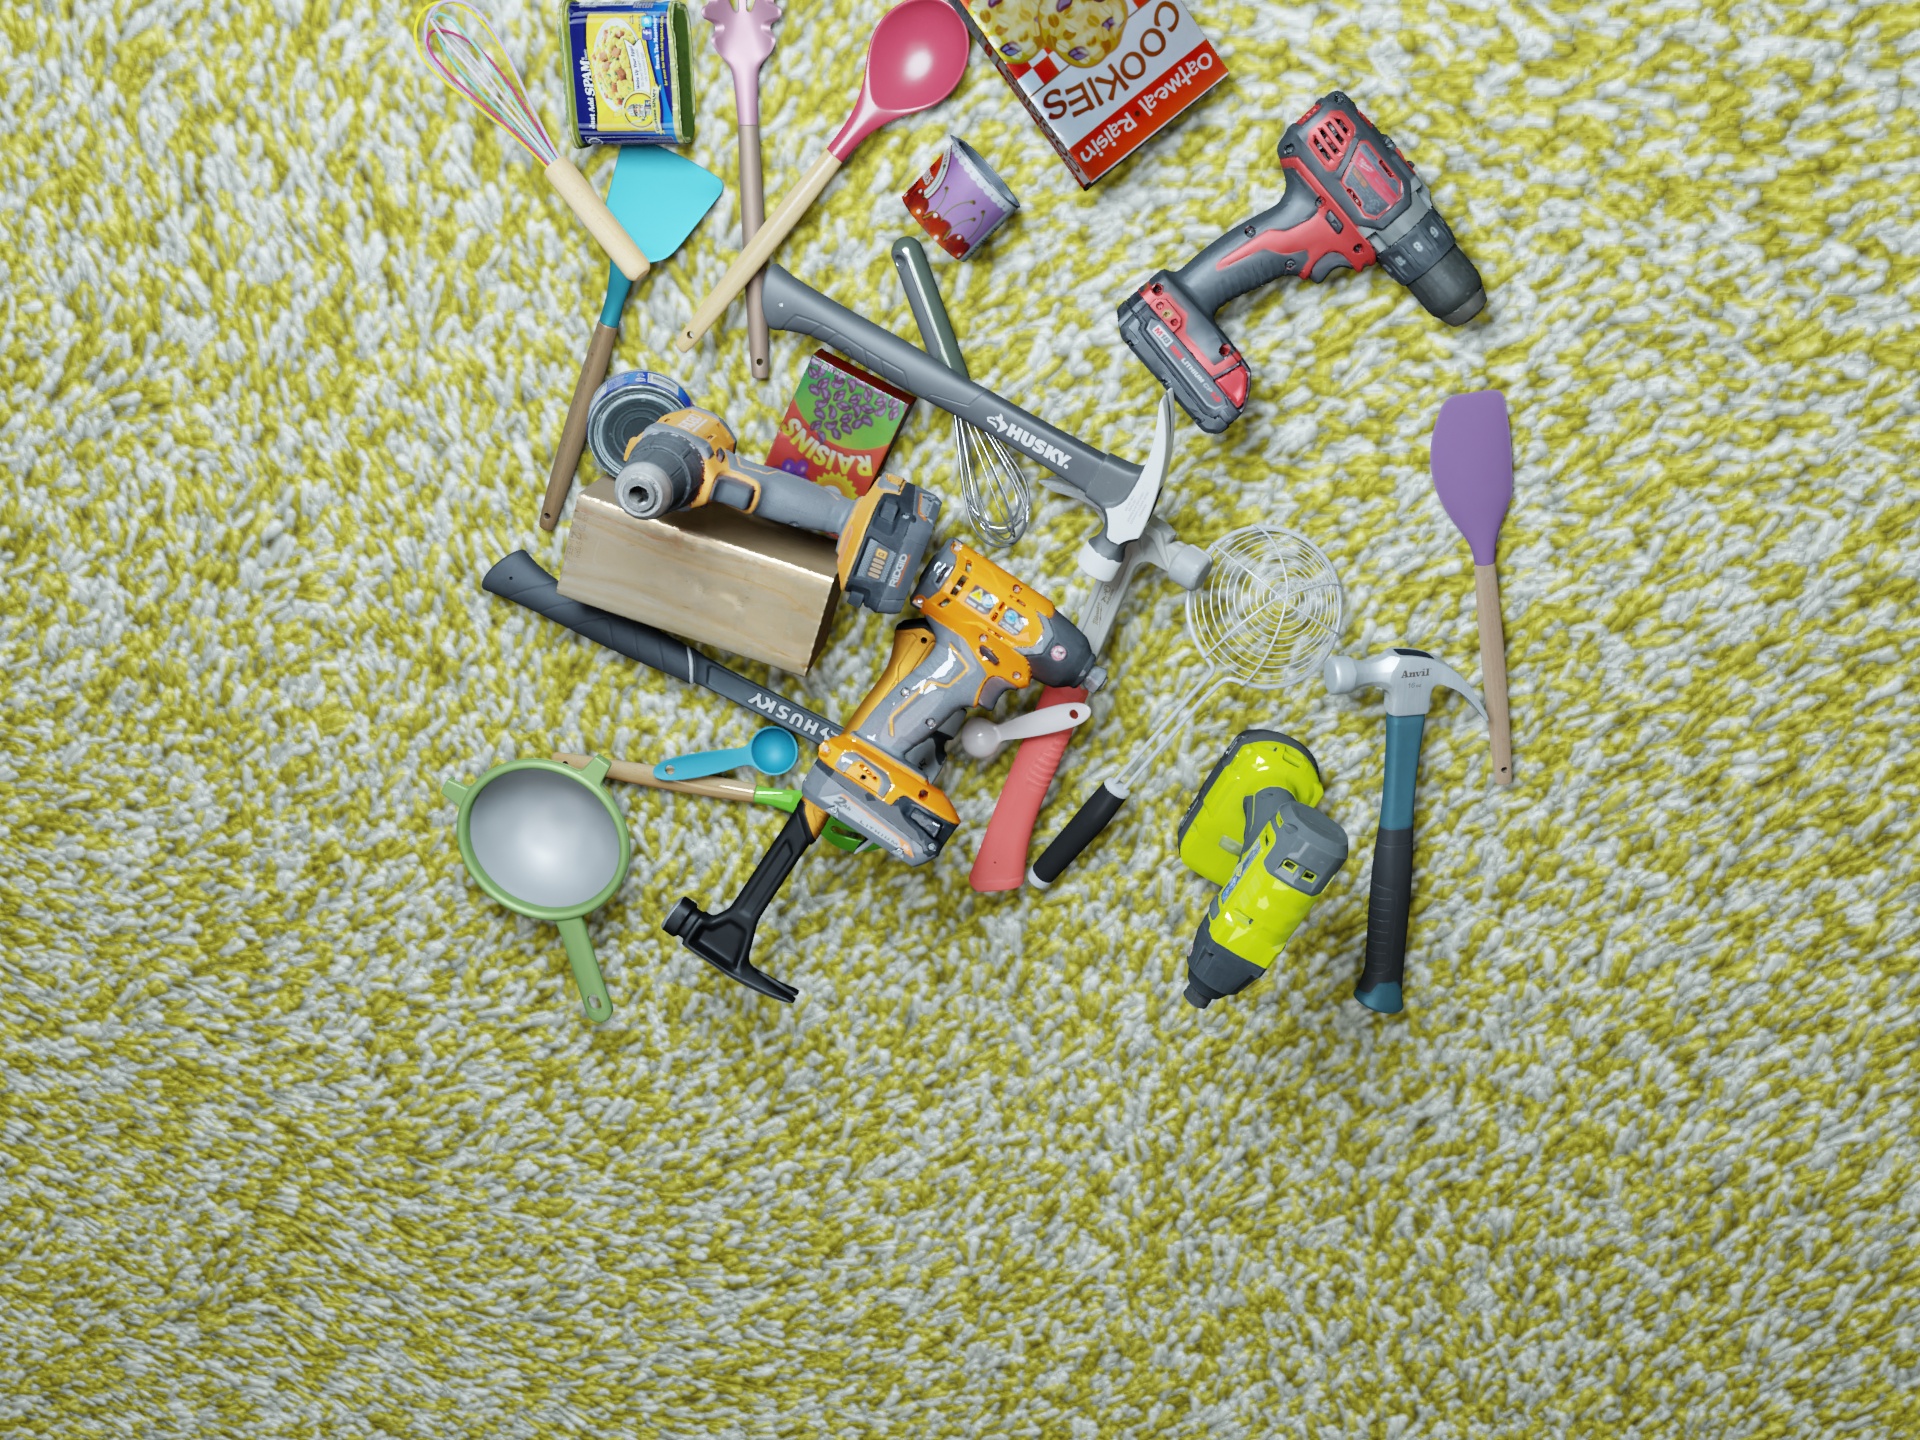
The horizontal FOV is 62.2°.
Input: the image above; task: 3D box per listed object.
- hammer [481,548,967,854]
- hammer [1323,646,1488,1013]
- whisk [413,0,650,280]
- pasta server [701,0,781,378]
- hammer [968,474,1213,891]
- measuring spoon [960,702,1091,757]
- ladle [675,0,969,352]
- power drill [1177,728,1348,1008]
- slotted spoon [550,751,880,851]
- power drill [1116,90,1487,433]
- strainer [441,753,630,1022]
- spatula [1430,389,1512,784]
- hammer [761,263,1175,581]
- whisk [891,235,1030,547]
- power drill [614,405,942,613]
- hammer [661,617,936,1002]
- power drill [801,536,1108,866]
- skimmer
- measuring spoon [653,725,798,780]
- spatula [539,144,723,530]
[{"bbox_3d":[-0.207,-0.032,1.319,0.409,0.036,0.149,26,97,0],"label":"hammer"},{"bbox_3d":[0.352,0.096,1.295,0.128,0.033,0.330,-6,115,-7],"label":"hammer"},{"bbox_3d":[-0.315,-0.424,1.172,0.245,0.047,0.051,52,144,-5],"label":"whisk"},{"bbox_3d":[-0.156,-0.411,1.175,0.060,0.040,0.316,-2,112,-5],"label":"pasta server"},{"bbox_3d":[0.072,-0.013,1.287,0.149,0.036,0.359,33,120,21],"label":"hammer"},{"bbox_3d":[0.049,0.006,1.273,0.124,0.018,0.034,-15,95,34],"label":"measuring spoon"},{"bbox_3d":[-0.108,-0.392,1.165,0.069,0.031,0.315,41,105,-8],"label":"ladle"},{"bbox_3d":[0.222,0.110,1.225,0.080,0.223,0.171,29,112,-4],"label":"power drill"},{"bbox_3d":[-0.201,0.061,1.370,0.314,0.031,0.070,10,107,5],"label":"slotted spoon"},{"bbox_3d":[0.245,-0.306,1.144,0.226,0.080,0.188,-41,101,16],"label":"power drill"},{"bbox_3d":[-0.342,0.141,1.397,0.151,0.069,0.256,-9,111,9],"label":"strainer"},{"bbox_3d":[0.406,-0.097,1.232,0.060,0.018,0.315,-9,108,10],"label":"spatula"},{"bbox_3d":[0.001,-0.243,1.165,0.335,0.035,0.146,30,122,4],"label":"hammer"},{"bbox_3d":[-0.002,-0.248,1.214,0.058,0.059,0.246,-1,114,57],"label":"whisk"},{"bbox_3d":[-0.135,-0.154,1.152,0.226,0.185,0.084,21,110,-4],"label":"power drill"},{"bbox_3d":[-0.104,0.066,1.290,0.127,0.034,0.337,33,98,0],"label":"hammer"},{"bbox_3d":[-0.002,-0.004,1.221,0.164,0.084,0.226,33,93,-3],"label":"power drill"},{"bbox_3d":[0.168,0.001,1.296,0.127,0.090,0.363,34,122,-6],"label":"skimmer"},{"bbox_3d":[-0.199,0.032,1.357,0.128,0.021,0.042,-10,95,8],"label":"measuring spoon"},{"bbox_3d":[-0.278,-0.289,1.248,0.082,0.044,0.317,25,117,-3],"label":"spatula"}]
